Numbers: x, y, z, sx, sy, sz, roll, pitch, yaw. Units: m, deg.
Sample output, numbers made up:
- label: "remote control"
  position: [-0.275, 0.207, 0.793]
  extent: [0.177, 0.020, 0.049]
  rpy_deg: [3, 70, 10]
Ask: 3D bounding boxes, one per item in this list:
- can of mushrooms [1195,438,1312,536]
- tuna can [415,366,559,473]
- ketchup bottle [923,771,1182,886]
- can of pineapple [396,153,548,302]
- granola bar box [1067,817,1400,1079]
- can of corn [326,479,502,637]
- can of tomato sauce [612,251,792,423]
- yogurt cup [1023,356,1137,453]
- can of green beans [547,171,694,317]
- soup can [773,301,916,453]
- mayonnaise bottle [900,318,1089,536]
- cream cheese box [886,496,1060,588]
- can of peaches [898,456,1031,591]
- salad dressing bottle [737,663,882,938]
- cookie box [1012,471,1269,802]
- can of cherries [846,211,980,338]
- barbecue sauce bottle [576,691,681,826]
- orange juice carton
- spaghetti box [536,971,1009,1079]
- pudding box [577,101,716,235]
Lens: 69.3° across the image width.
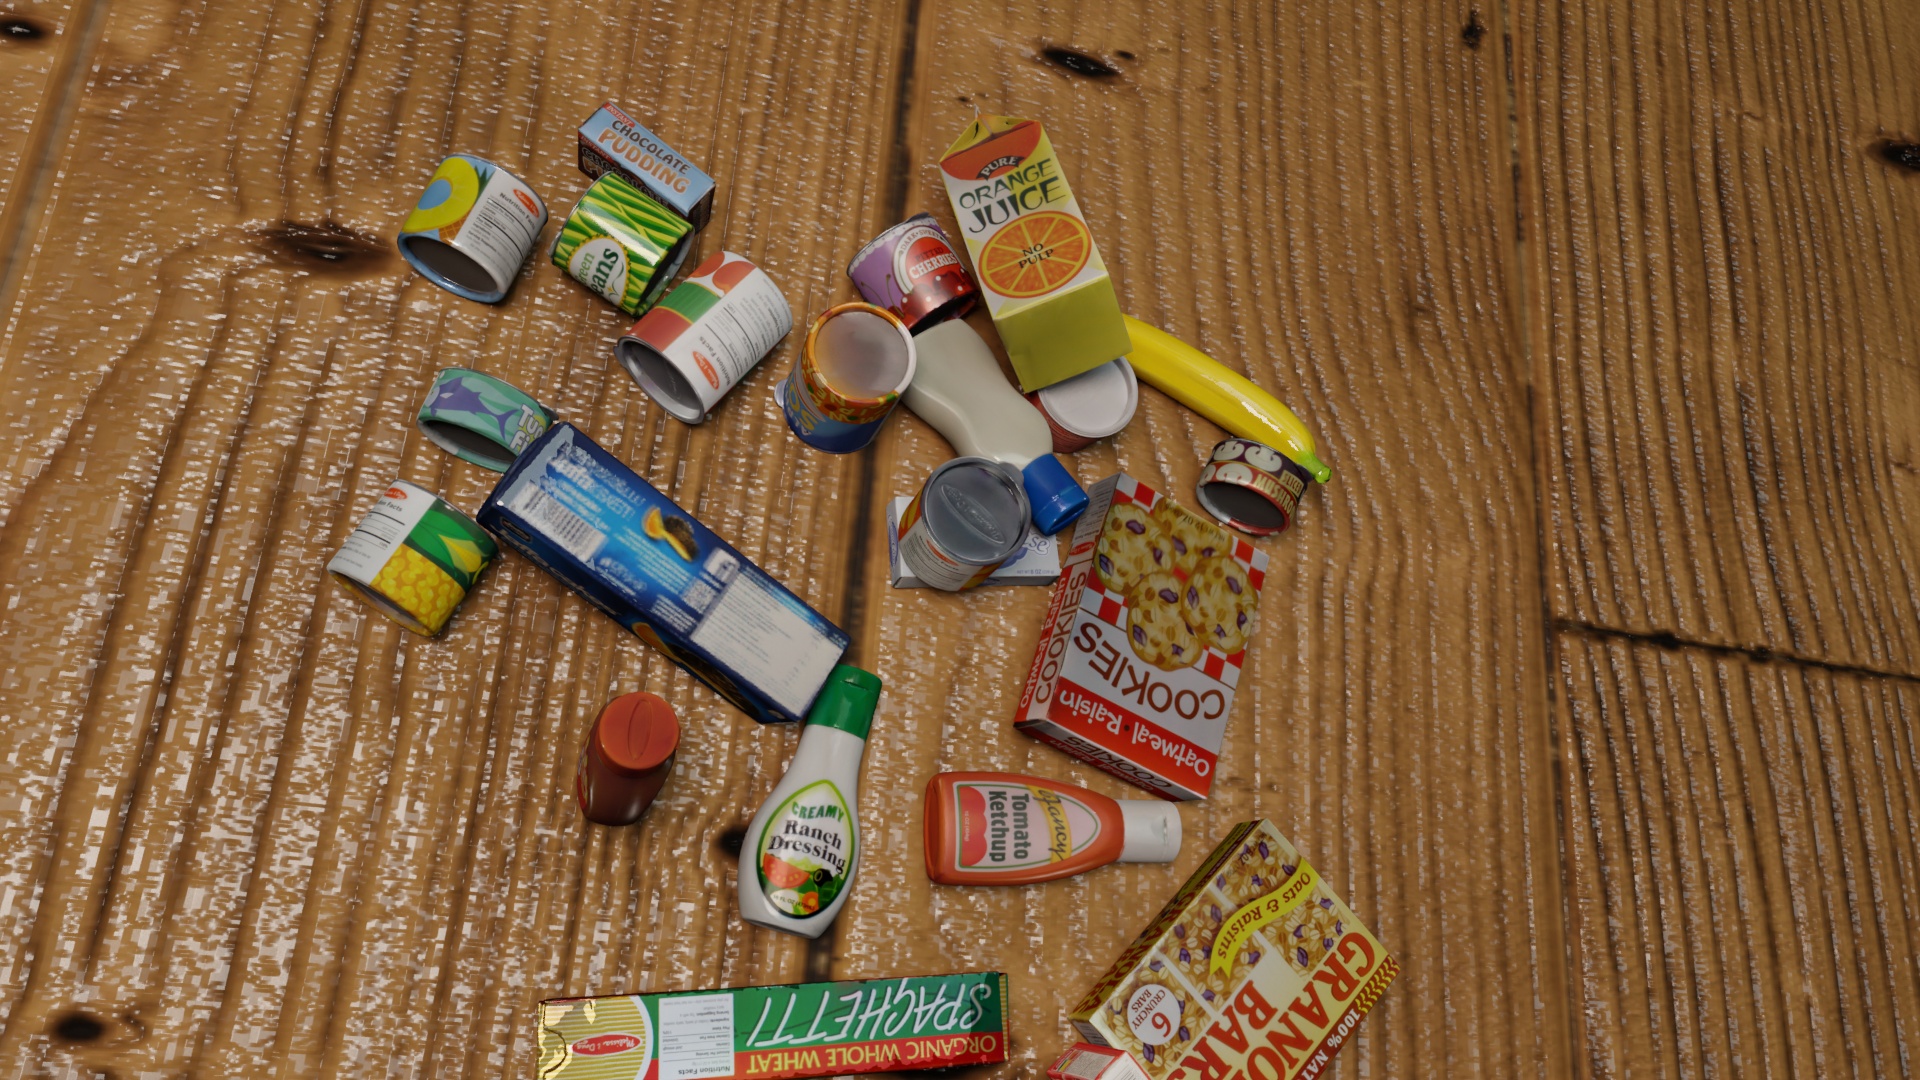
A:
- label: "can of mushrooms"
  position: [0.191, -0.034, 0.902]
  extent: [0.071, 0.071, 0.033]
  rpy_deg: [32, 69, -6]
- label: "tuna can"
  position: [-0.262, -0.065, 0.771]
  extent: [0.071, 0.071, 0.033]
  rpy_deg: [22, 70, -10]
- label: "ketchup bottle"
  position: [0.054, 0.169, 0.810]
  extent: [0.149, 0.043, 0.065]
  rpy_deg: [4, 72, -17]
- label: "can of pineapple"
  position: [-0.283, -0.179, 0.803]
  extent: [0.071, 0.070, 0.058]
  rpy_deg: [24, 68, -9]
- label: "granola bar box"
  position: [0.162, 0.266, 0.815]
  extent: [0.166, 0.039, 0.124]
  rpy_deg: [-41, 88, -24]
- label: "can of corn"
  position: [-0.289, 0.012, 0.740]
  extent: [0.071, 0.071, 0.058]
  rpy_deg: [33, 67, -6]
- label: "can of tomato sauce"
  position: [-0.152, -0.122, 0.826]
  extent: [0.071, 0.071, 0.083]
  rpy_deg: [41, 66, -2]
- label: "yogurt cup"
  position: [0.073, -0.090, 0.892]
  extent: [0.072, 0.053, 0.072]
  rpy_deg: [5, 72, -16]
- label: "can of green beans"
  position: [-0.200, -0.175, 0.826]
  extent: [0.058, 0.071, 0.071]
  rpy_deg: [34, 67, -6]
- label: "soup can"
  position: [-0.070, -0.097, 0.833]
  extent: [0.071, 0.083, 0.071]
  rpy_deg: [5, 72, -15]
- label: "mayonnaise bottle"
  position: [0.020, -0.069, 0.860]
  extent: [0.065, 0.041, 0.148]
  rpy_deg: [-31, 73, -27]
- label: "cream cheese box"
  position: [0.007, 0.001, 0.859]
  extent: [0.104, 0.024, 0.053]
  rpy_deg: [0, 72, -18]
- label: "can of peaches"
  position: [0.003, -0.010, 0.814]
  extent: [0.071, 0.058, 0.071]
  rpy_deg: [6, 70, -16]
- label: "salad dressing bottle"
  position: [-0.080, 0.143, 0.775]
  extent: [0.064, 0.044, 0.148]
  rpy_deg: [19, 68, -12]
- label: "cookie box"
  position: [0.114, 0.060, 0.854]
  extent: [0.123, 0.040, 0.168]
  rpy_deg: [28, 66, -20]
- label: "can of cherries"
  position: [-0.028, -0.163, 0.874]
  extent: [0.072, 0.071, 0.058]
  rpy_deg: [-29, 84, -23]
- label: "barbecue sauce bottle"
  position: [-0.168, 0.107, 0.702]
  extent: [0.044, 0.148, 0.065]
  rpy_deg: [10, 71, -15]
- label: "orange juice carton"
  position: [0.040, -0.192, 0.872]
  extent: [0.073, 0.071, 0.193]
  rpy_deg: [-21, 53, 6]
- label: "spaghetti box"
  position: [-0.095, 0.262, 0.741]
  extent: [0.250, 0.028, 0.050]
  rpy_deg: [2, 73, -17]
- label: "pudding box"
  position: [-0.193, -0.225, 0.853]
  extent: [0.084, 0.049, 0.030]
  rpy_deg: [37, 68, -4]
